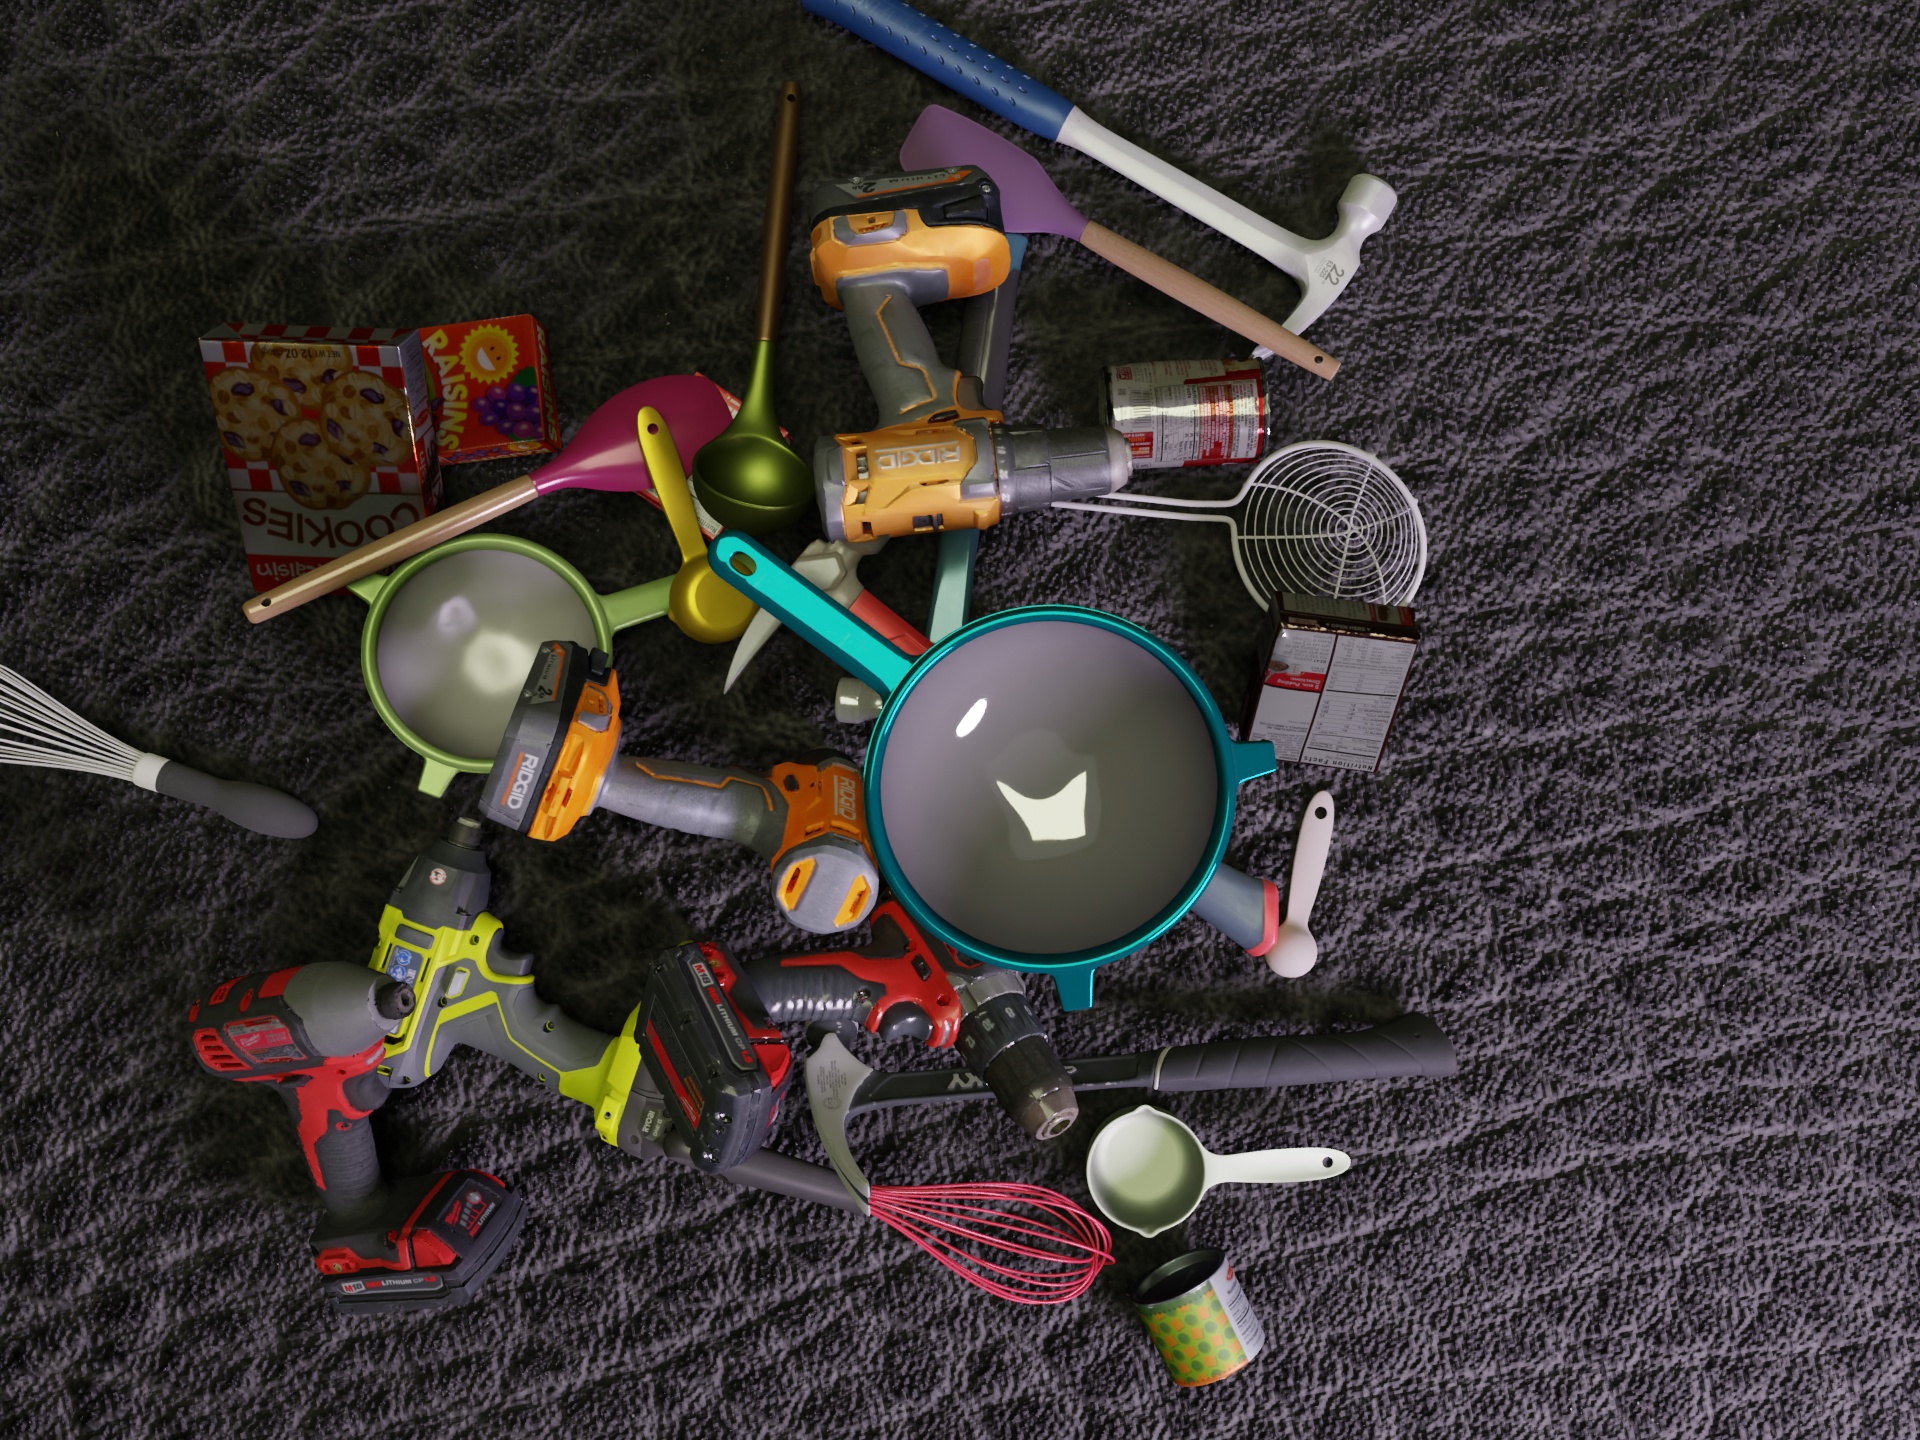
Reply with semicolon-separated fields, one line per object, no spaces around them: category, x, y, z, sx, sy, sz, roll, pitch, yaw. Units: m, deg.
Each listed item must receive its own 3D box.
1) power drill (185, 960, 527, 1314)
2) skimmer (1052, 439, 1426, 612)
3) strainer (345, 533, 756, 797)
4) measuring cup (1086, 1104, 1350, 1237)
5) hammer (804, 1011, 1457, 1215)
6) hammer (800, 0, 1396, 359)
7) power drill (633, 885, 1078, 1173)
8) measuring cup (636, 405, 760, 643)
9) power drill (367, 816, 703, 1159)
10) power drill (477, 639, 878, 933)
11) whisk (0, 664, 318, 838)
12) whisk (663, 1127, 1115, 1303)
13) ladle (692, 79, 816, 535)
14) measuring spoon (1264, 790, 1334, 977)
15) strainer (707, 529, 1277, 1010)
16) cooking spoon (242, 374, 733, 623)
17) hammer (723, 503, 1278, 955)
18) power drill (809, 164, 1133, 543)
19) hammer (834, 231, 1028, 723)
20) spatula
power drill;-0.356;0.243;0.955;0.143;0.079;0.219;-12;110;20
skimmer;0.100;-0.125;0.982;0.363;0.090;0.127;5;119;-8
strainer;-0.253;-0.056;1.030;0.256;0.069;0.151;-20;88;-18
measuring cup;0.162;0.282;1.018;0.167;0.038;0.083;-2;88;-1
hammer;0.108;0.222;0.993;0.409;0.149;0.036;-3;131;-5
hammer;0.075;-0.382;1.043;0.405;0.035;0.144;30;88;2
power drill;-0.055;0.186;0.929;0.226;0.080;0.188;-11;49;-33
measuring cup;-0.169;-0.123;1.000;0.062;0.029;0.156;-24;104;-23
power drill;-0.263;0.171;1.009;0.223;0.080;0.171;19;89;5
power drill;-0.157;0.033;0.953;0.226;0.164;0.084;21;113;-14
whisk;-0.555;0.024;1.030;0.284;0.070;0.070;20;88;-3
whisk;-0.041;0.299;0.981;0.295;0.073;0.073;19;88;-12
ladle;-0.120;-0.269;1.013;0.078;0.062;0.320;8;77;-15
measuring spoon;0.225;0.106;1.032;0.034;0.018;0.124;12;87;1
strainer;-0.001;-0.003;0.931;0.340;0.095;0.211;37;95;-4
cooking spoon;-0.288;-0.135;0.985;0.319;0.017;0.069;-28;85;-14
hammer;0.037;0.035;1.003;0.386;0.038;0.143;38;96;-6
power drill;0.000;-0.218;0.957;0.185;0.084;0.226;-6;70;0
hammer;0.002;-0.155;1.037;0.128;0.033;0.331;7;88;2
spatula;0.100;-0.298;1.015;0.316;0.018;0.060;31;96;6
